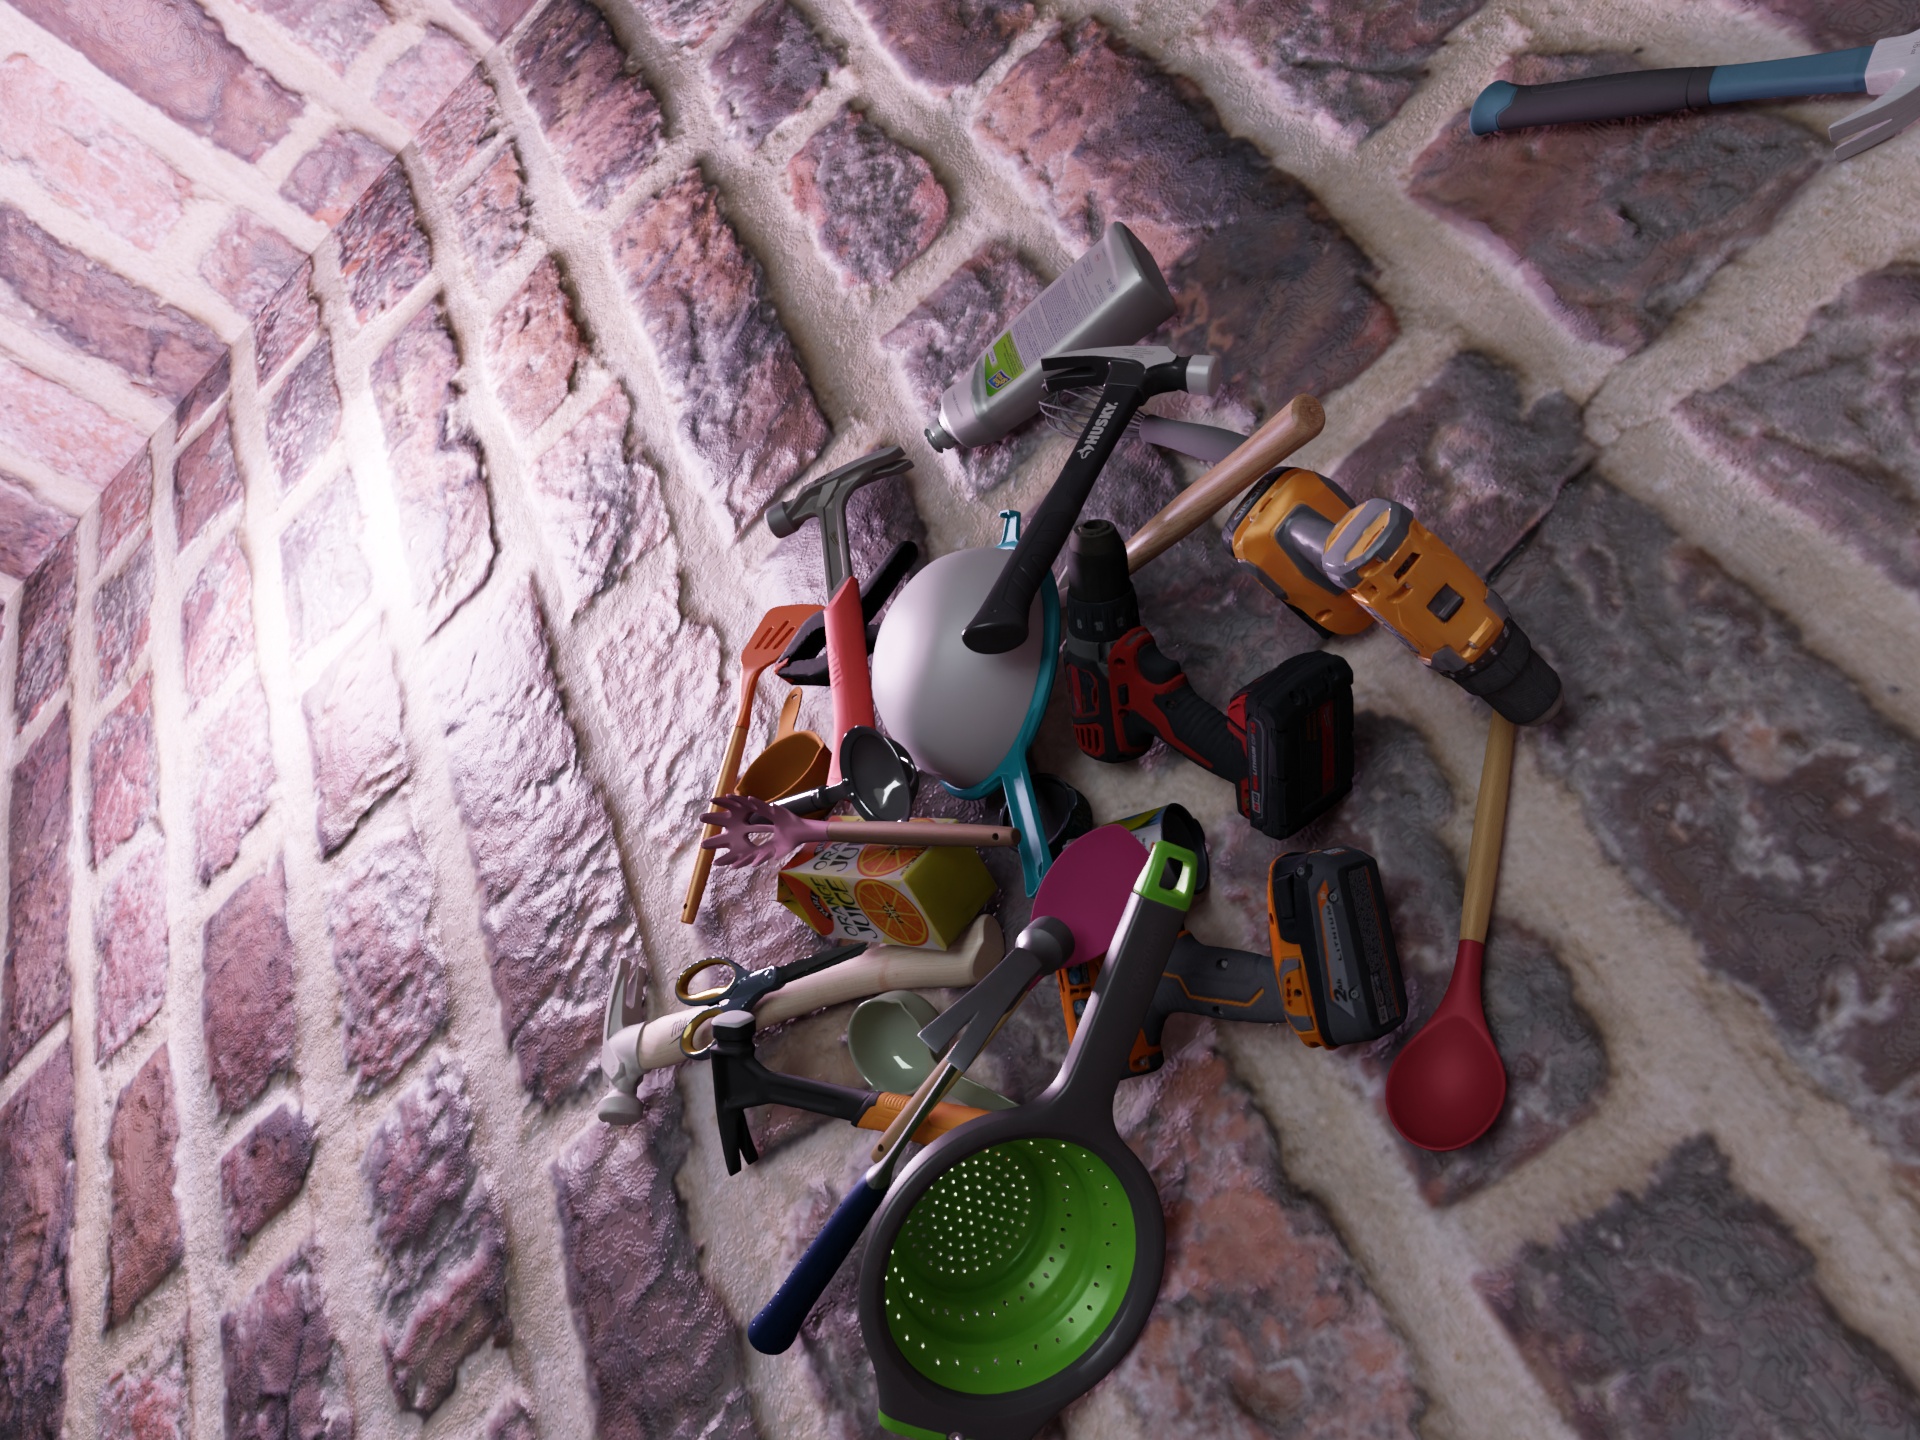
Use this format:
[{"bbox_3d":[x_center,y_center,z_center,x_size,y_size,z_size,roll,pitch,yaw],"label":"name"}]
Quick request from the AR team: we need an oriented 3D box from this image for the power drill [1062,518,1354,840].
[{"bbox_3d":[0.158,-0.032,1.105,0.080,0.187,0.227,-30,37,-31],"label":"power drill"}]

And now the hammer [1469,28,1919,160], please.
[{"bbox_3d":[0.524,-0.452,1.133,0.331,0.033,0.128,13,74,43],"label":"hammer"}]

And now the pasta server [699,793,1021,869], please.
[{"bbox_3d":[-0.083,0.085,1.201,0.316,0.040,0.060,-2,91,42],"label":"pasta server"}]

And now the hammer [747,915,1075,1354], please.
[{"bbox_3d":[-0.054,0.301,1.064,0.035,0.144,0.405,38,121,13],"label":"hammer"}]

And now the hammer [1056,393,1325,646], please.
[{"bbox_3d":[0.151,-0.141,1.172,0.331,0.031,0.130,-38,23,52],"label":"hammer"}]

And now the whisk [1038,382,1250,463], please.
[{"bbox_3d":[0.155,-0.244,1.313,0.239,0.055,0.055,25,84,41],"label":"whisk"}]

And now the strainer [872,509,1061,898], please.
[{"bbox_3d":[-0.002,-0.004,1.206,0.211,0.095,0.341,-58,30,35],"label":"strainer"}]

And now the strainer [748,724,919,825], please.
[{"bbox_3d":[-0.102,0.057,1.256,0.258,0.050,0.087,-18,92,46],"label":"strainer"}]

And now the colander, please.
[{"bbox_3d":[0.051,0.257,1.016,0.397,0.204,0.094,-68,22,1],"label":"colander"}]

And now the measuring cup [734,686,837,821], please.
[{"bbox_3d":[-0.142,0.034,1.409,0.095,0.052,0.174,-27,29,18],"label":"measuring cup"}]

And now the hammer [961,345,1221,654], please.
[{"bbox_3d":[0.080,-0.178,1.225,0.146,0.035,0.335,11,53,26],"label":"hammer"}]

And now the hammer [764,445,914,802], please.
[{"bbox_3d":[-0.093,-0.084,1.387,0.149,0.036,0.359,-22,52,17],"label":"hammer"}]

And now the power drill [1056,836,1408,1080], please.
[{"bbox_3d":[0.159,0.143,1.035,0.226,0.084,0.164,-15,83,34],"label":"power drill"}]

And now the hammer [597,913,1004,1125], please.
[{"bbox_3d":[-0.141,0.220,1.306,0.410,0.038,0.146,-22,53,29],"label":"hammer"}]

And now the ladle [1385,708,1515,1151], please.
[{"bbox_3d":[0.319,0.113,0.987,0.069,0.031,0.316,3,66,31],"label":"ladle"}]

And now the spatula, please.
[{"bbox_3d":[-0.203,0.033,1.474,0.081,0.041,0.323,2,72,41],"label":"spatula"}]

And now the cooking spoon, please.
[{"bbox_3d":[0.027,0.195,1.076,0.069,0.017,0.318,47,115,25],"label":"cooking spoon"}]

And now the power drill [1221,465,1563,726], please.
[{"bbox_3d":[0.283,-0.081,1.041,0.084,0.185,0.226,-51,20,4],"label":"power drill"}]

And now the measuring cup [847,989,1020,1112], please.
[{"bbox_3d":[-0.007,0.256,1.173,0.168,0.038,0.083,23,112,26],"label":"measuring cup"}]

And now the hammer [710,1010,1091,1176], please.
[{"bbox_3d":[-0.047,0.297,1.164,0.337,0.034,0.127,2,100,34],"label":"hammer"}]
